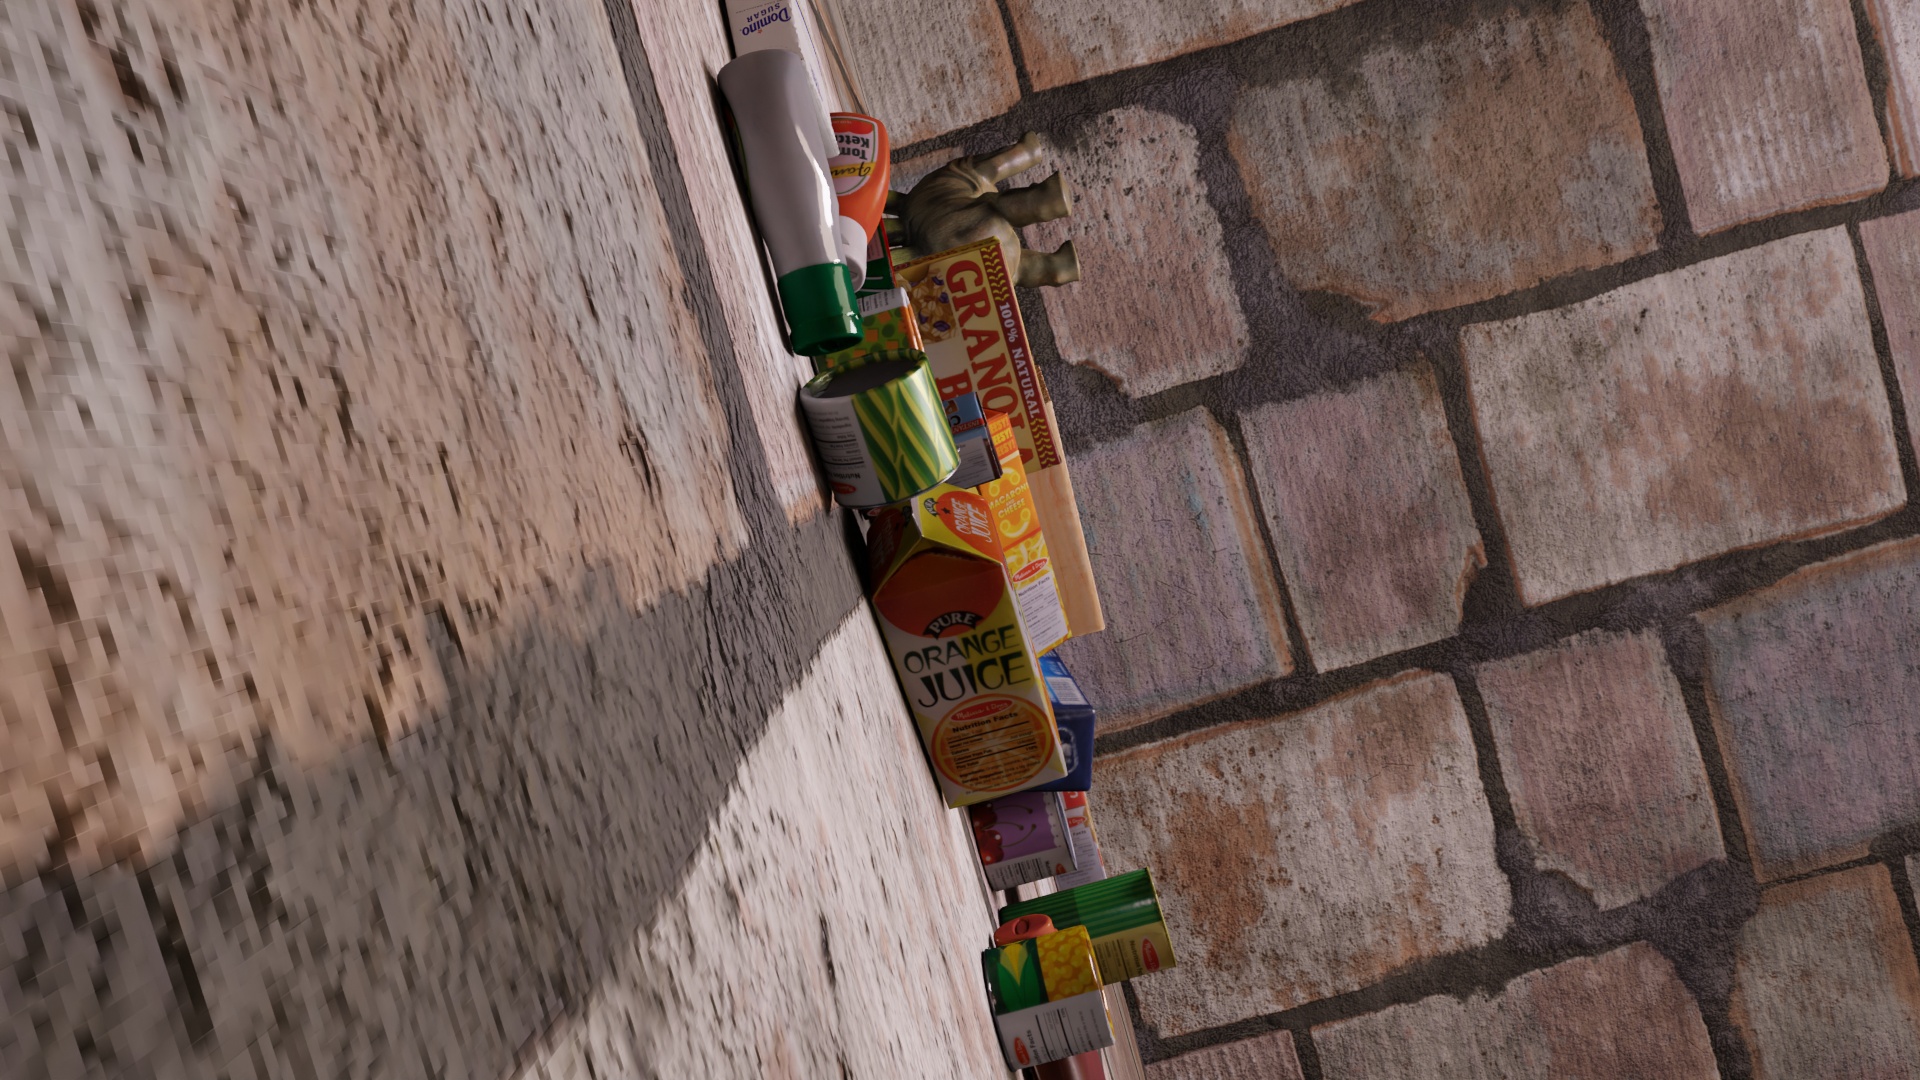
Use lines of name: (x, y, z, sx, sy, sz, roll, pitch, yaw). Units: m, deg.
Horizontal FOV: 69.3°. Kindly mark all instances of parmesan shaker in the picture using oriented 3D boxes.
parmesan shaker: (0.083, 0.258, 0.914, 0.071, 0.103, 0.071, -23, 97, -88)

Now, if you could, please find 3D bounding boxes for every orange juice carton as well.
orange juice carton: (-0.002, 0.048, 0.765, 0.072, 0.073, 0.191, -100, 173, -60)

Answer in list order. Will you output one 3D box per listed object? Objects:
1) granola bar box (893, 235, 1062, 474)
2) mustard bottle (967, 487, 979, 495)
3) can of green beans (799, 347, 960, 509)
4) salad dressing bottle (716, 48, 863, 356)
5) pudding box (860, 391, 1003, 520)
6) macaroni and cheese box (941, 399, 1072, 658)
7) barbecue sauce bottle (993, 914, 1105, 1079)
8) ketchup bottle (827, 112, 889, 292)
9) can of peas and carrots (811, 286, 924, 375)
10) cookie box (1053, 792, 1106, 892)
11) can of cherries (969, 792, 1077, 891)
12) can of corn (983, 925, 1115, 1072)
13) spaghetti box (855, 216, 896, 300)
granola bar box: (-0.010, -0.116, 0.981, 0.039, 0.124, 0.165, -101, 174, -73)
mustard bottle: (-0.004, 0.033, 0.858, 0.049, 0.065, 0.159, -75, 149, -72)
can of green beans: (-0.039, -0.056, 0.680, 0.071, 0.071, 0.057, -99, 172, -67)
salad dressing bottle: (-0.083, -0.167, 0.693, 0.064, 0.044, 0.147, 60, 15, -86)
pudding box: (-0.023, -0.047, 0.779, 0.049, 0.084, 0.030, 69, 3, -54)
macaroni and cheese box: (0.003, -0.012, 0.930, 0.124, 0.040, 0.165, 17, -50, 53)
barbecue sauce bottle: (0.058, 0.299, 0.825, 0.065, 0.044, 0.148, -60, 133, -86)
ketchup bottle: (-0.078, -0.217, 0.896, 0.043, 0.065, 0.149, 91, -3, -50)
can of peas and carrots: (-0.051, -0.103, 0.791, 0.071, 0.059, 0.071, -21, 95, -87)
cookie box: (0.082, 0.213, 1.074, 0.122, 0.040, 0.168, 73, 3, -54)
can of cherries: (0.042, 0.193, 0.931, 0.071, 0.058, 0.071, -21, 95, -86)
can of corn: (0.049, 0.250, 0.767, 0.071, 0.058, 0.071, -22, 96, -87)
spaghetti box: (-0.063, -0.149, 0.892, 0.028, 0.050, 0.251, 69, 6, -51)
